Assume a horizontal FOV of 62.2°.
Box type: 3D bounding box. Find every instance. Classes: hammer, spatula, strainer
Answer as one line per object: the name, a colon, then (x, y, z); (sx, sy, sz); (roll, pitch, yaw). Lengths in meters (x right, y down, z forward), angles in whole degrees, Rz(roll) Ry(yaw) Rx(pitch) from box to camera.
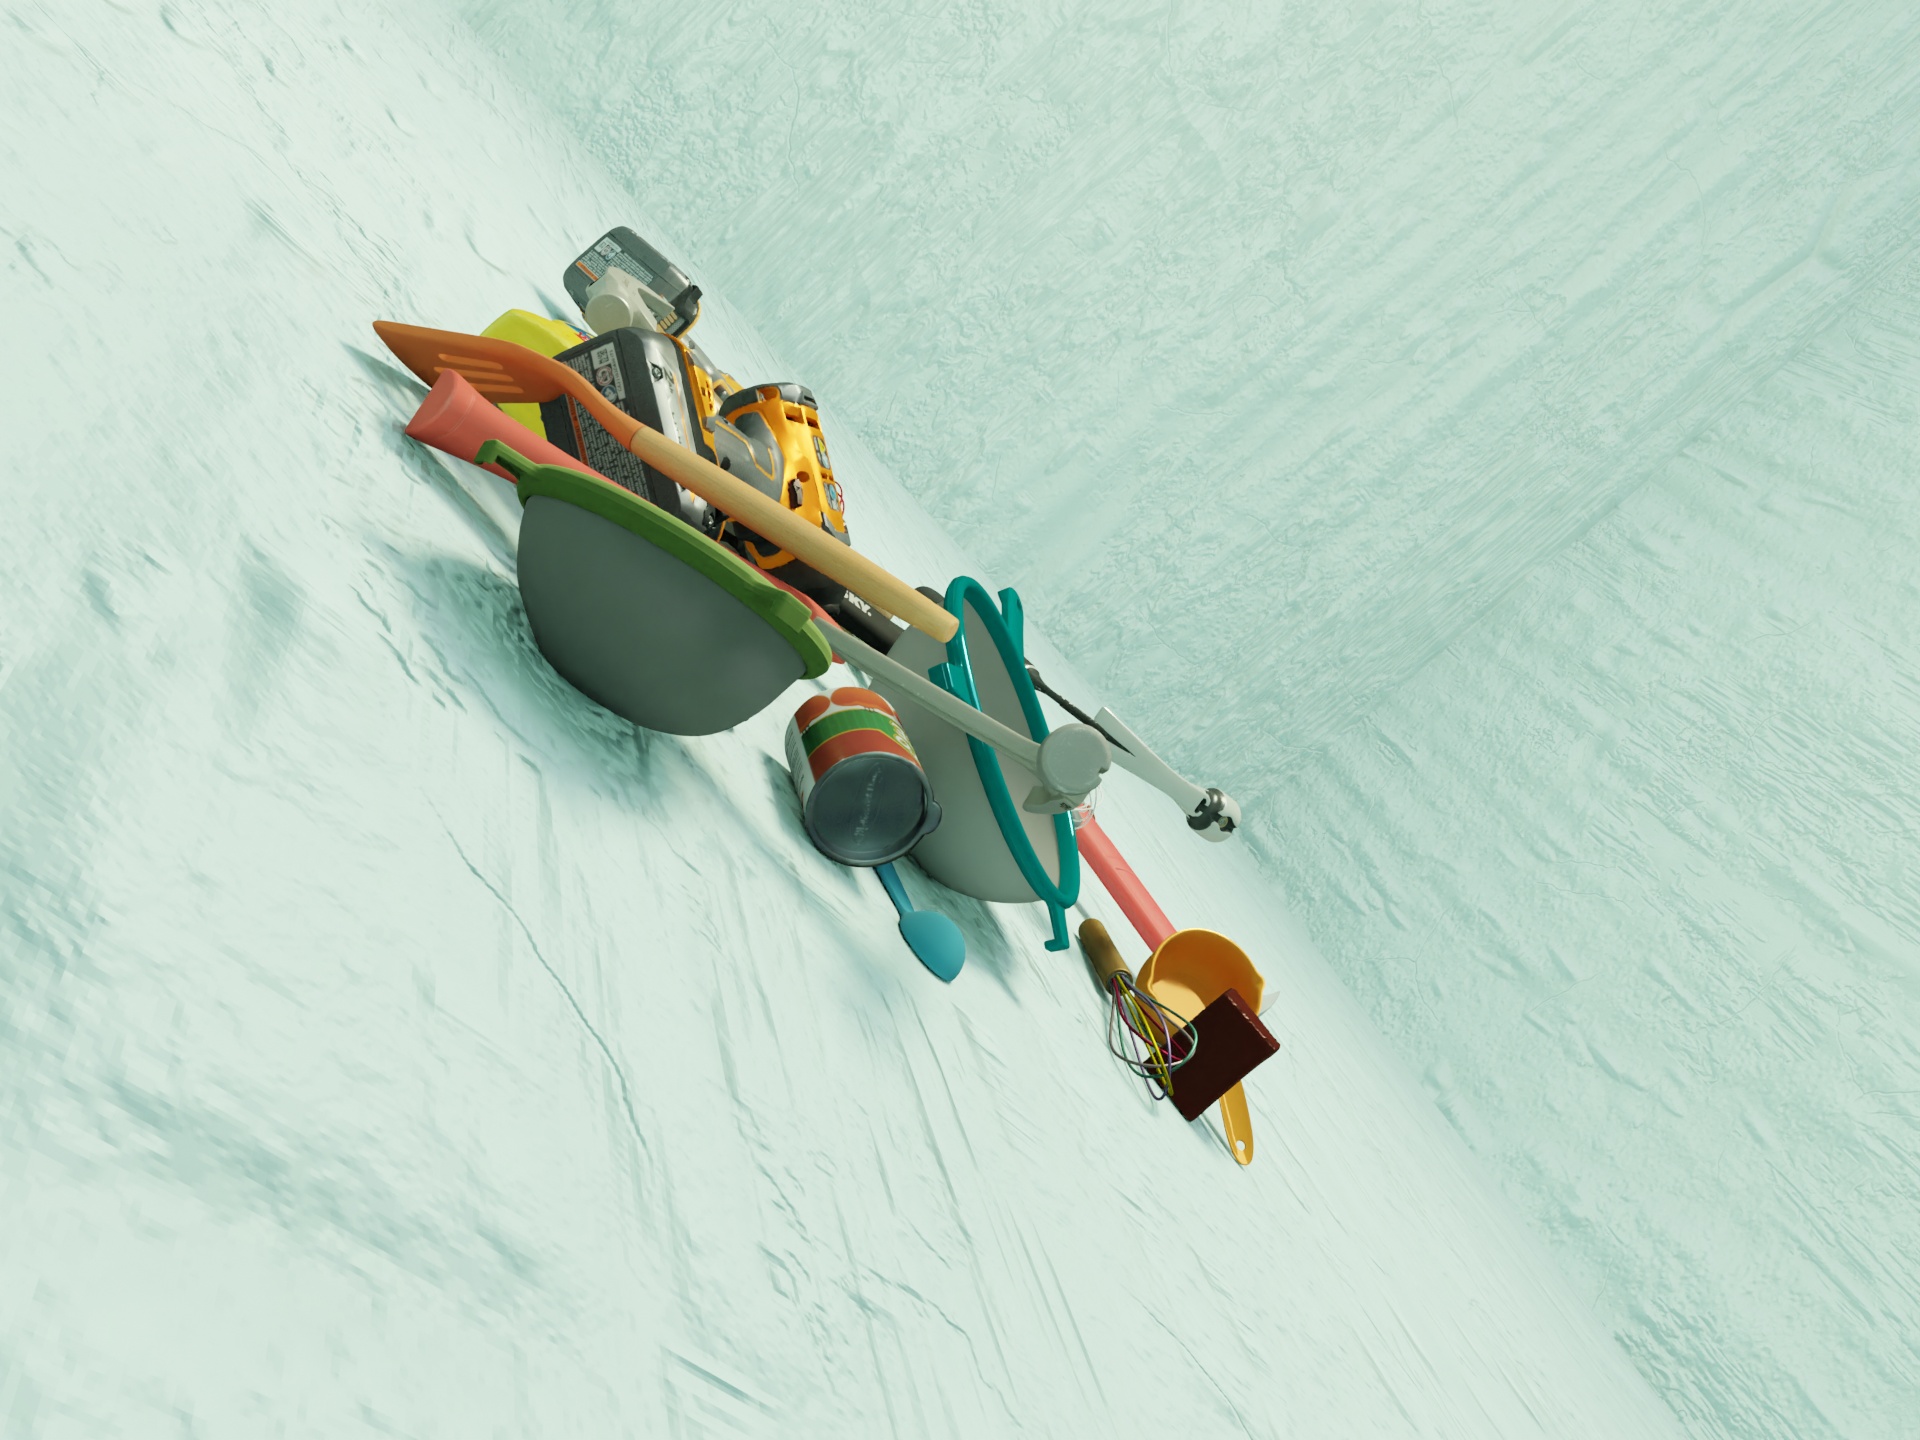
hammer: (-0.156, -0.195, 1.175); (0.331, 0.031, 0.130); (50, 11, -27)
spatula: (-0.140, -0.116, 0.762); (0.323, 0.041, 0.081); (32, -9, 15)
hammer: (-0.047, -0.058, 1.112); (0.334, 0.035, 0.146); (36, 31, -28)
hammer: (0.118, 0.101, 1.338); (0.143, 0.038, 0.387); (2, 46, -52)
hammer: (-0.095, -0.058, 0.758); (0.359, 0.037, 0.149); (30, -8, -3)
strainer: (-0.002, -0.003, 1.028); (0.341, 0.095, 0.210); (-86, 155, -64)
hammer: (0.059, -0.030, 1.278); (0.149, 0.036, 0.409); (35, 3, -37)
strainer: (-0.133, -0.023, 0.717); (0.151, 0.069, 0.256); (28, -14, 9)

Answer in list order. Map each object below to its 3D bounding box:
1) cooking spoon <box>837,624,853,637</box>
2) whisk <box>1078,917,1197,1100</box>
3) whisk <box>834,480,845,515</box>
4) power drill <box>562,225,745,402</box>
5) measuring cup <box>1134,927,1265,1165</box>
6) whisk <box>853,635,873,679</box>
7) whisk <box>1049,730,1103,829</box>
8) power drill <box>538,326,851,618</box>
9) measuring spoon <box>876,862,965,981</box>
cooking spoon: (-0.185, -0.176, 1.293); (0.319, 0.017, 0.068); (50, 8, 18)
whisk: (0.115, 0.187, 1.103); (0.047, 0.051, 0.245); (41, 7, -15)
whisk: (-0.126, -0.158, 1.393); (0.073, 0.073, 0.296); (44, 14, -32)
power drill: (-0.218, -0.289, 1.341); (0.186, 0.084, 0.226); (45, -4, 40)
measuring cup: (0.178, 0.240, 1.154); (0.052, 0.095, 0.174); (121, -36, -57)
whisk: (-0.062, -0.039, 1.232); (0.247, 0.059, 0.057); (-125, -152, -60)
whisk: (0.016, -0.003, 1.328); (0.285, 0.070, 0.070); (40, 1, 36)
power drill: (-0.134, -0.125, 0.910); (0.226, 0.084, 0.164); (1, 73, -68)
measuring spoon: (-0.027, 0.088, 0.860); (0.042, 0.021, 0.129); (41, 12, -45)
